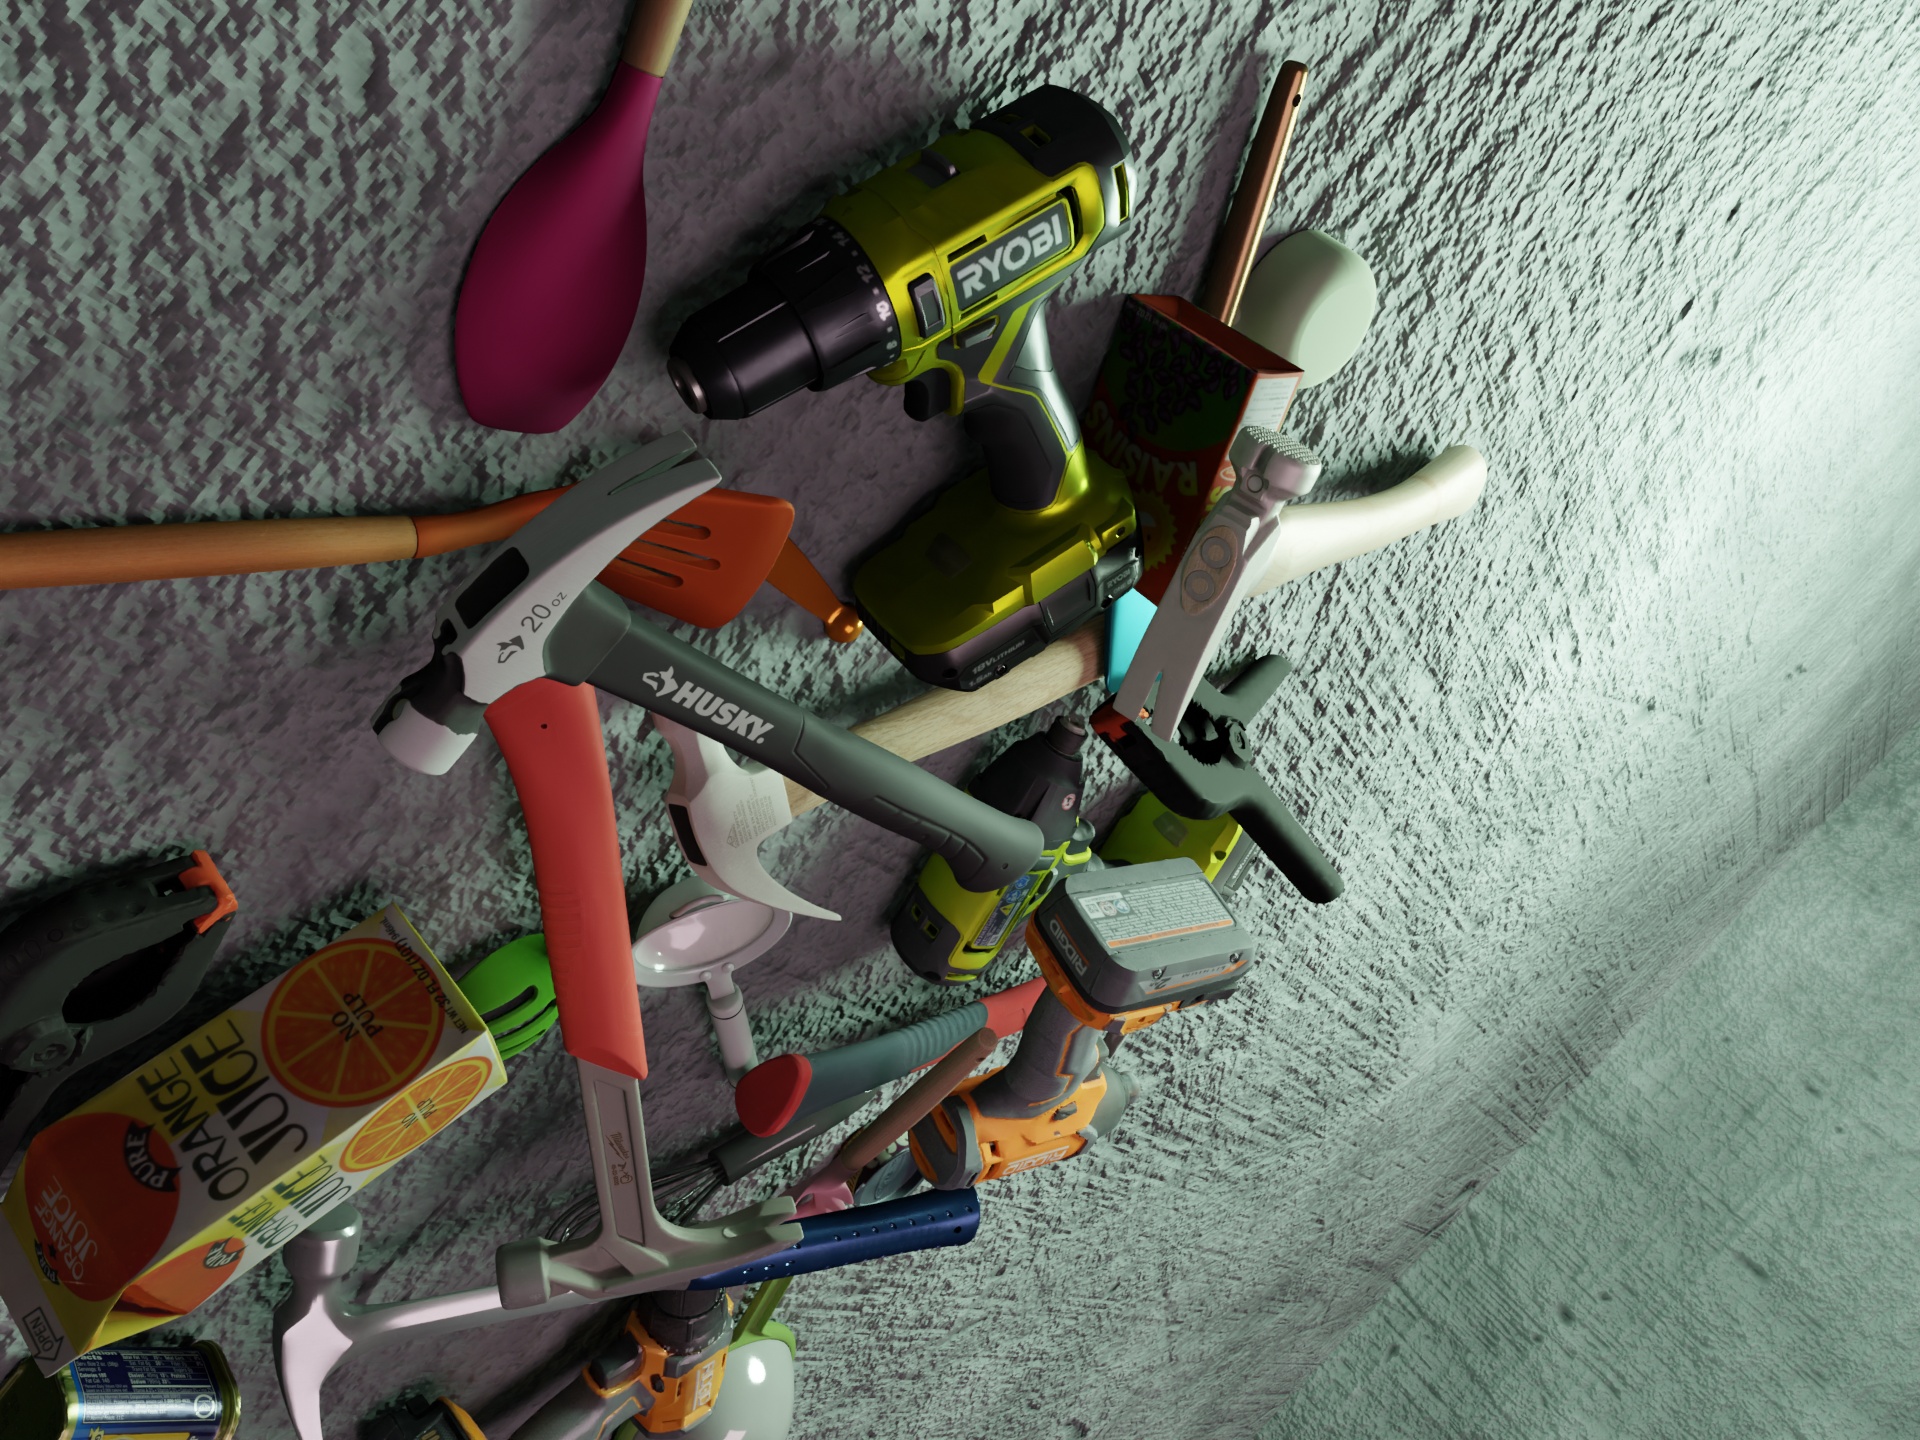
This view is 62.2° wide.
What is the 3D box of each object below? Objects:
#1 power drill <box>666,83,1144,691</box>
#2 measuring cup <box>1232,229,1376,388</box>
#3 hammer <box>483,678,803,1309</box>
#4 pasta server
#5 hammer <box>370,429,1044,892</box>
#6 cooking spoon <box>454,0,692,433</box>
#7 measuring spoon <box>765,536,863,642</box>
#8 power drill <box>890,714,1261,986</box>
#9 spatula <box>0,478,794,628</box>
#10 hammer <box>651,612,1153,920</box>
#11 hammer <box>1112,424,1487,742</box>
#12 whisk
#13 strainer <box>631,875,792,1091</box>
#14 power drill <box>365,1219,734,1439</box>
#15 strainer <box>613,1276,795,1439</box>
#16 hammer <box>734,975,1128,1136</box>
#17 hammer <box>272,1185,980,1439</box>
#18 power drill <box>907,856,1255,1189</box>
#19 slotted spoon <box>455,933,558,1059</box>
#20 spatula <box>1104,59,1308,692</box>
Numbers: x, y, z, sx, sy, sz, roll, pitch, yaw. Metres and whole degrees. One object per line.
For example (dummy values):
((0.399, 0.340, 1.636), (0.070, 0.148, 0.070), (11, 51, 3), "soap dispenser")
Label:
((-0.009, -0.121, 0.658), (0.190, 0.080, 0.228), (-34, 142, -14), "power drill")
((0.171, -0.169, 0.832), (0.083, 0.038, 0.167), (-21, 136, -33), "measuring cup")
((-0.153, 0.121, 0.709), (0.149, 0.037, 0.358), (-9, 122, -16), "hammer")
((-0.053, 0.261, 0.953), (0.060, 0.040, 0.316), (3, 145, -30), "pasta server")
((-0.062, 0.007, 0.658), (0.146, 0.035, 0.334), (-48, 140, 9), "hammer")
((-0.092, -0.232, 0.503), (0.068, 0.017, 0.318), (-2, 126, -47), "cooking spoon")
((-0.072, -0.063, 0.704), (0.021, 0.011, 0.116), (-46, 146, -1), "measuring spoon")
((0.080, 0.078, 0.957), (0.223, 0.080, 0.171), (7, 121, -46), "power drill")
((-0.208, -0.054, 0.540), (0.322, 0.041, 0.081), (-10, 152, -39), "spatula")
((-0.001, -0.003, 0.795), (0.331, 0.031, 0.130), (-24, 111, -38), "hammer")
((0.207, -0.096, 0.857), (0.410, 0.038, 0.146), (-21, 141, -56), "hammer")
((-0.140, 0.267, 0.939), (0.239, 0.055, 0.055), (-25, 141, -34), "whisk")
((-0.126, 0.141, 0.831), (0.087, 0.050, 0.258), (-17, 145, -13), "strainer")
((-0.233, 0.404, 0.951), (0.226, 0.084, 0.185), (-22, 139, -38), "power drill")
((-0.145, 0.464, 1.113), (0.151, 0.069, 0.256), (0, 127, -47), "strainer")
((0.008, 0.204, 1.019), (0.386, 0.038, 0.143), (-10, 133, -47), "hammer")
((-0.162, 0.306, 0.870), (0.405, 0.035, 0.144), (2, 105, -37), "hammer")
((0.078, 0.184, 0.941), (0.164, 0.084, 0.226), (-4, 136, -37), "power drill")
((-0.307, 0.178, 0.685), (0.314, 0.031, 0.070), (-25, 140, -26), "slotted spoon")
((0.124, -0.160, 0.789), (0.082, 0.044, 0.317), (-19, 136, -38), "spatula")
